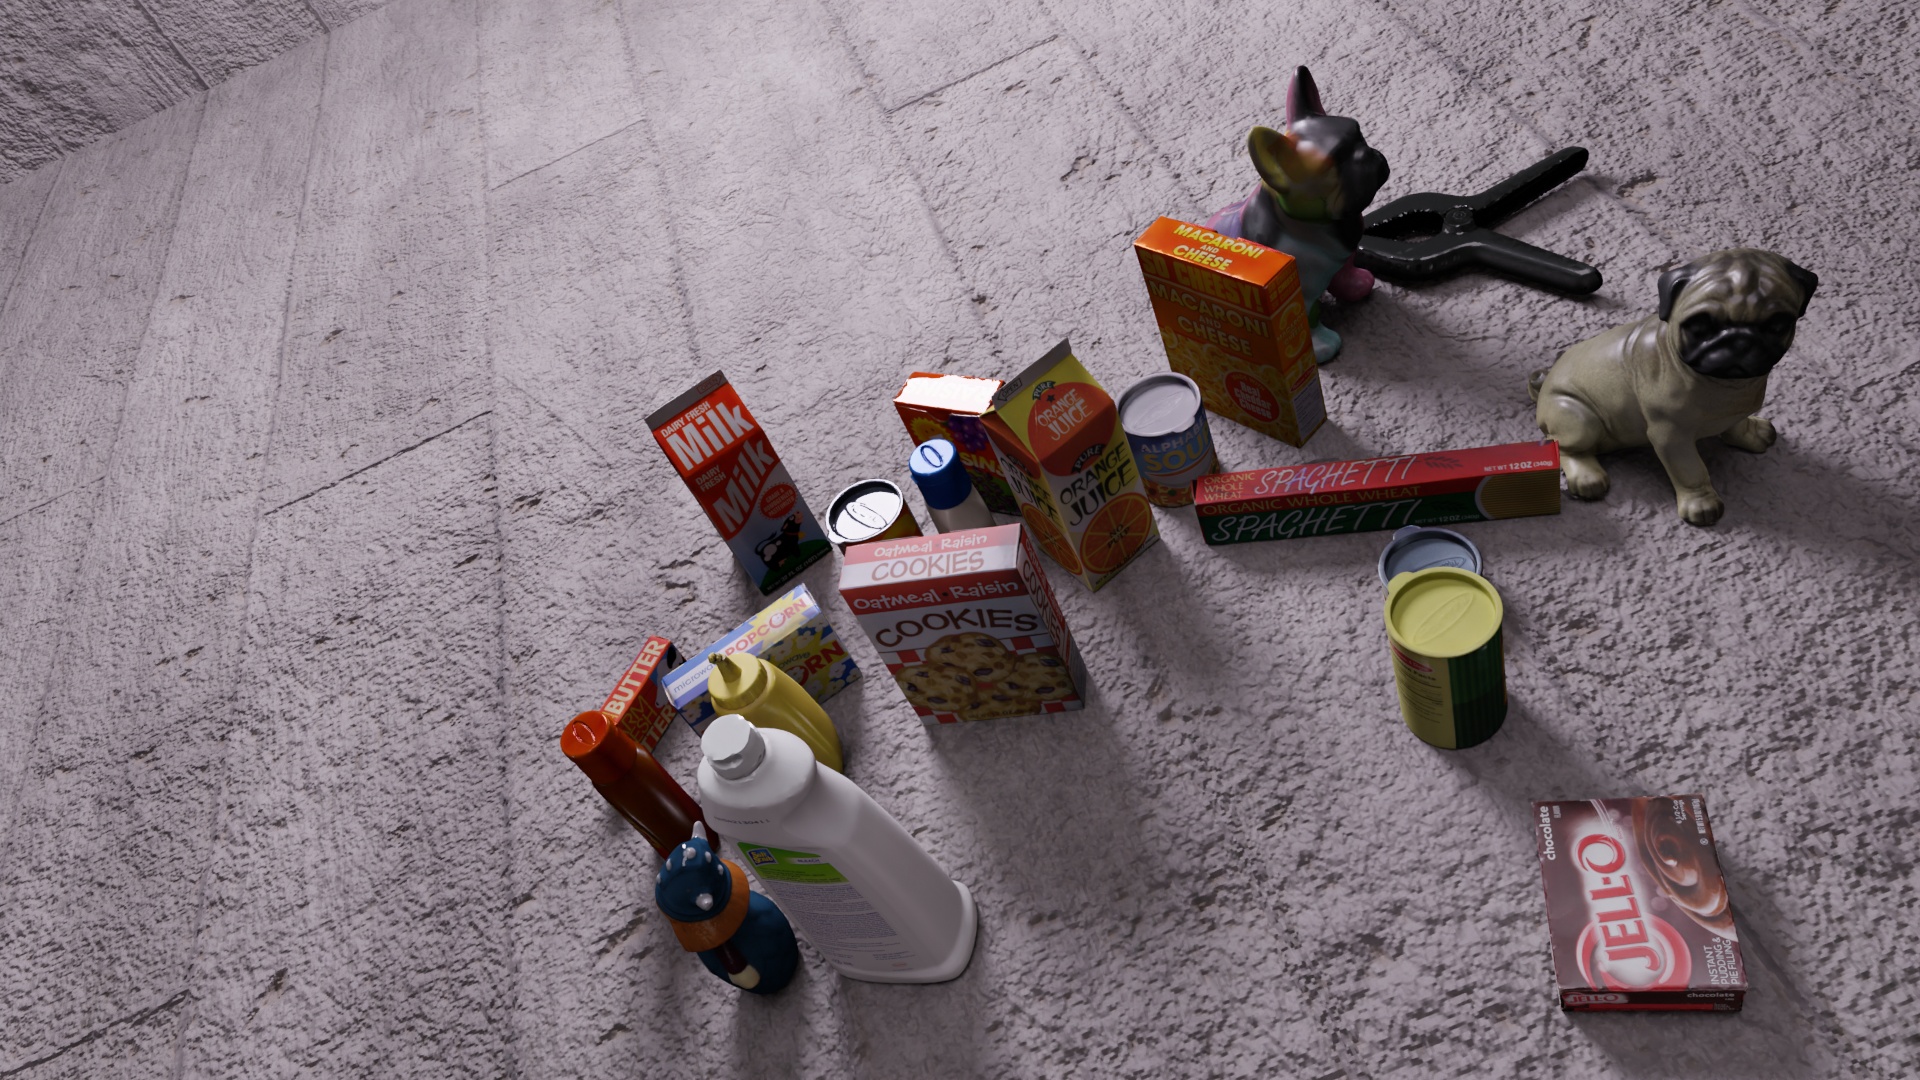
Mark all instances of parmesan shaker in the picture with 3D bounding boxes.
[{"bbox_3d":[0.298,0.072,0.853,0.071,0.102,0.072,-12,47,14],"label":"parmesan shaker"}]

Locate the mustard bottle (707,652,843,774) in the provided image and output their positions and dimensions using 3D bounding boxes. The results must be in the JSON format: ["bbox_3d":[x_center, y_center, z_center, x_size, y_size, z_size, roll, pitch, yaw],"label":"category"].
[{"bbox_3d":[-0.134,0.119,0.959,0.065,0.159,0.049,-24,46,3],"label":"mustard bottle"}]

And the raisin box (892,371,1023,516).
[{"bbox_3d":[0.010,-0.075,1.094,0.086,0.123,0.040,11,56,31],"label":"raisin box"}]

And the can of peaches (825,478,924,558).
[{"bbox_3d":[-0.069,-0.005,1.112,0.071,0.057,0.071,-12,47,14],"label":"can of peaches"}]

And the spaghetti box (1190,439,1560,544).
[{"bbox_3d":[0.291,-0.032,0.985,0.250,0.050,0.029,-6,49,19],"label":"spaghetti box"}]

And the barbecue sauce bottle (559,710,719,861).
[{"bbox_3d":[-0.222,0.171,0.960,0.044,0.148,0.065,-43,47,-15],"label":"barbecue sauce bottle"}]

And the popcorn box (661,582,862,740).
[{"bbox_3d":[-0.146,0.101,1.033,0.127,0.085,0.038,-34,46,-8],"label":"popcorn box"}]

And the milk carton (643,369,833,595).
[{"bbox_3d":[-0.180,-0.051,1.108,0.072,0.189,0.073,-36,46,-9],"label":"milk carton"}]

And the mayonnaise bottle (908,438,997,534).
[{"bbox_3d":[0.004,-0.013,1.024,0.041,0.147,0.065,-34,46,-7],"label":"mayonnaise bottle"}]

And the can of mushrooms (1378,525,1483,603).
[{"bbox_3d":[0.316,0.024,0.935,0.071,0.033,0.071,-12,47,14],"label":"can of mushrooms"}]

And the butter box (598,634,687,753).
[{"bbox_3d":[-0.247,0.130,1.074,0.024,0.053,0.104,11,56,31],"label":"butter box"}]

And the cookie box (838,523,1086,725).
[{"bbox_3d":[0.006,0.060,0.945,0.123,0.166,0.040,-8,48,18],"label":"cookie box"}]

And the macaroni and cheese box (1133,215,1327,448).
[{"bbox_3d":[0.206,-0.158,1.052,0.040,0.165,0.124,-45,48,-17],"label":"macaroni and cheese box"}]

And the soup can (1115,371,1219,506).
[{"bbox_3d":[0.159,-0.074,1.056,0.071,0.083,0.072,-12,47,14],"label":"soup can"}]

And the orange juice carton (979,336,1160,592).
[{"bbox_3d":[0.076,-0.058,1.001,0.072,0.191,0.073,-39,47,-12],"label":"orange juice carton"}]
